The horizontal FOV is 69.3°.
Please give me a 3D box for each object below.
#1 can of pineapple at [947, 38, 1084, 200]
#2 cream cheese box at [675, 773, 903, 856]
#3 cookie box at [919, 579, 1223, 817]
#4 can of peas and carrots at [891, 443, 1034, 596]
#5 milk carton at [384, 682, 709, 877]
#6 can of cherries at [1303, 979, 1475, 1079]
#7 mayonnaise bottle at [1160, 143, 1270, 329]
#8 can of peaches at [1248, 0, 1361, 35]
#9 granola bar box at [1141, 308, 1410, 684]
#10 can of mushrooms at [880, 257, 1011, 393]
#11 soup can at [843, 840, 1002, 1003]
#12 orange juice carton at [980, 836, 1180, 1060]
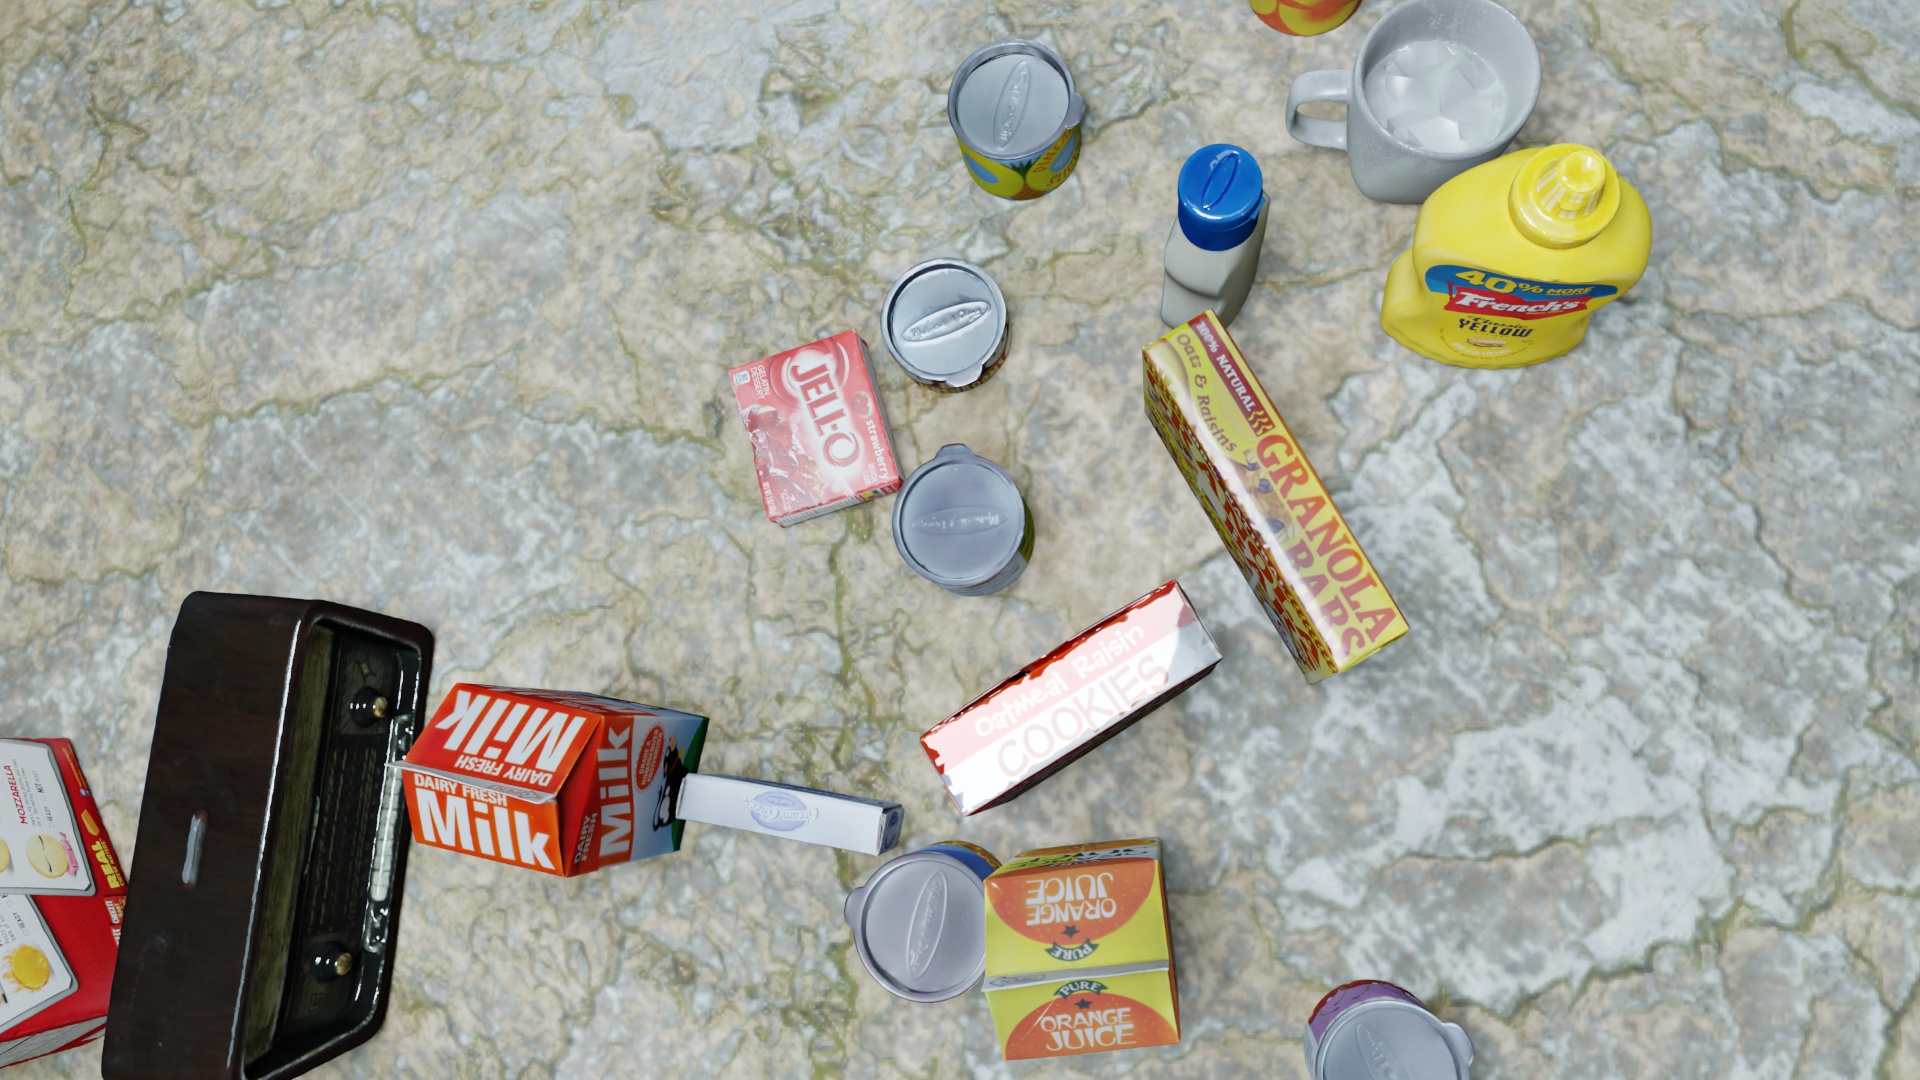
[{"bbox_3d":[0.031,-0.220,0.734,0.071,0.058,0.071,-1,81,8],"label":"can of pineapple"},{"bbox_3d":[-0.084,0.136,0.697,0.104,0.053,0.024,8,83,9],"label":"cream cheese box"},{"bbox_3d":[0.054,0.073,0.629,0.123,0.167,0.040,-33,79,3],"label":"cookie box"},{"bbox_3d":[0.003,-0.009,0.704,0.071,0.058,0.071,-1,81,8],"label":"can of peas and carrots"},{"bbox_3d":[-0.186,0.109,0.646,0.072,0.190,0.073,10,83,10],"label":"milk carton"},{"bbox_3d":[0.196,0.239,0.638,0.071,0.058,0.071,-1,81,8],"label":"can of cherries"},{"bbox_3d":[0.121,-0.143,0.663,0.041,0.148,0.065,29,87,11],"label":"mayonnaise bottle"},{"bbox_3d":[0.181,-0.307,0.726,0.071,0.058,0.071,-1,81,8],"label":"can of peaches"},{"bbox_3d":[0.143,-0.016,0.652,0.039,0.124,0.166,-30,78,3],"label":"granola bar box"},{"bbox_3d":[-0.006,-0.111,0.734,0.071,0.033,0.071,-1,81,8],"label":"can of mushrooms"},{"bbox_3d":[-0.012,0.178,0.664,0.071,0.083,0.071,-1,81,8],"label":"soup can"},{"bbox_3d":[0.055,0.173,0.600,0.072,0.192,0.073,-8,81,7],"label":"orange juice carton"}]
